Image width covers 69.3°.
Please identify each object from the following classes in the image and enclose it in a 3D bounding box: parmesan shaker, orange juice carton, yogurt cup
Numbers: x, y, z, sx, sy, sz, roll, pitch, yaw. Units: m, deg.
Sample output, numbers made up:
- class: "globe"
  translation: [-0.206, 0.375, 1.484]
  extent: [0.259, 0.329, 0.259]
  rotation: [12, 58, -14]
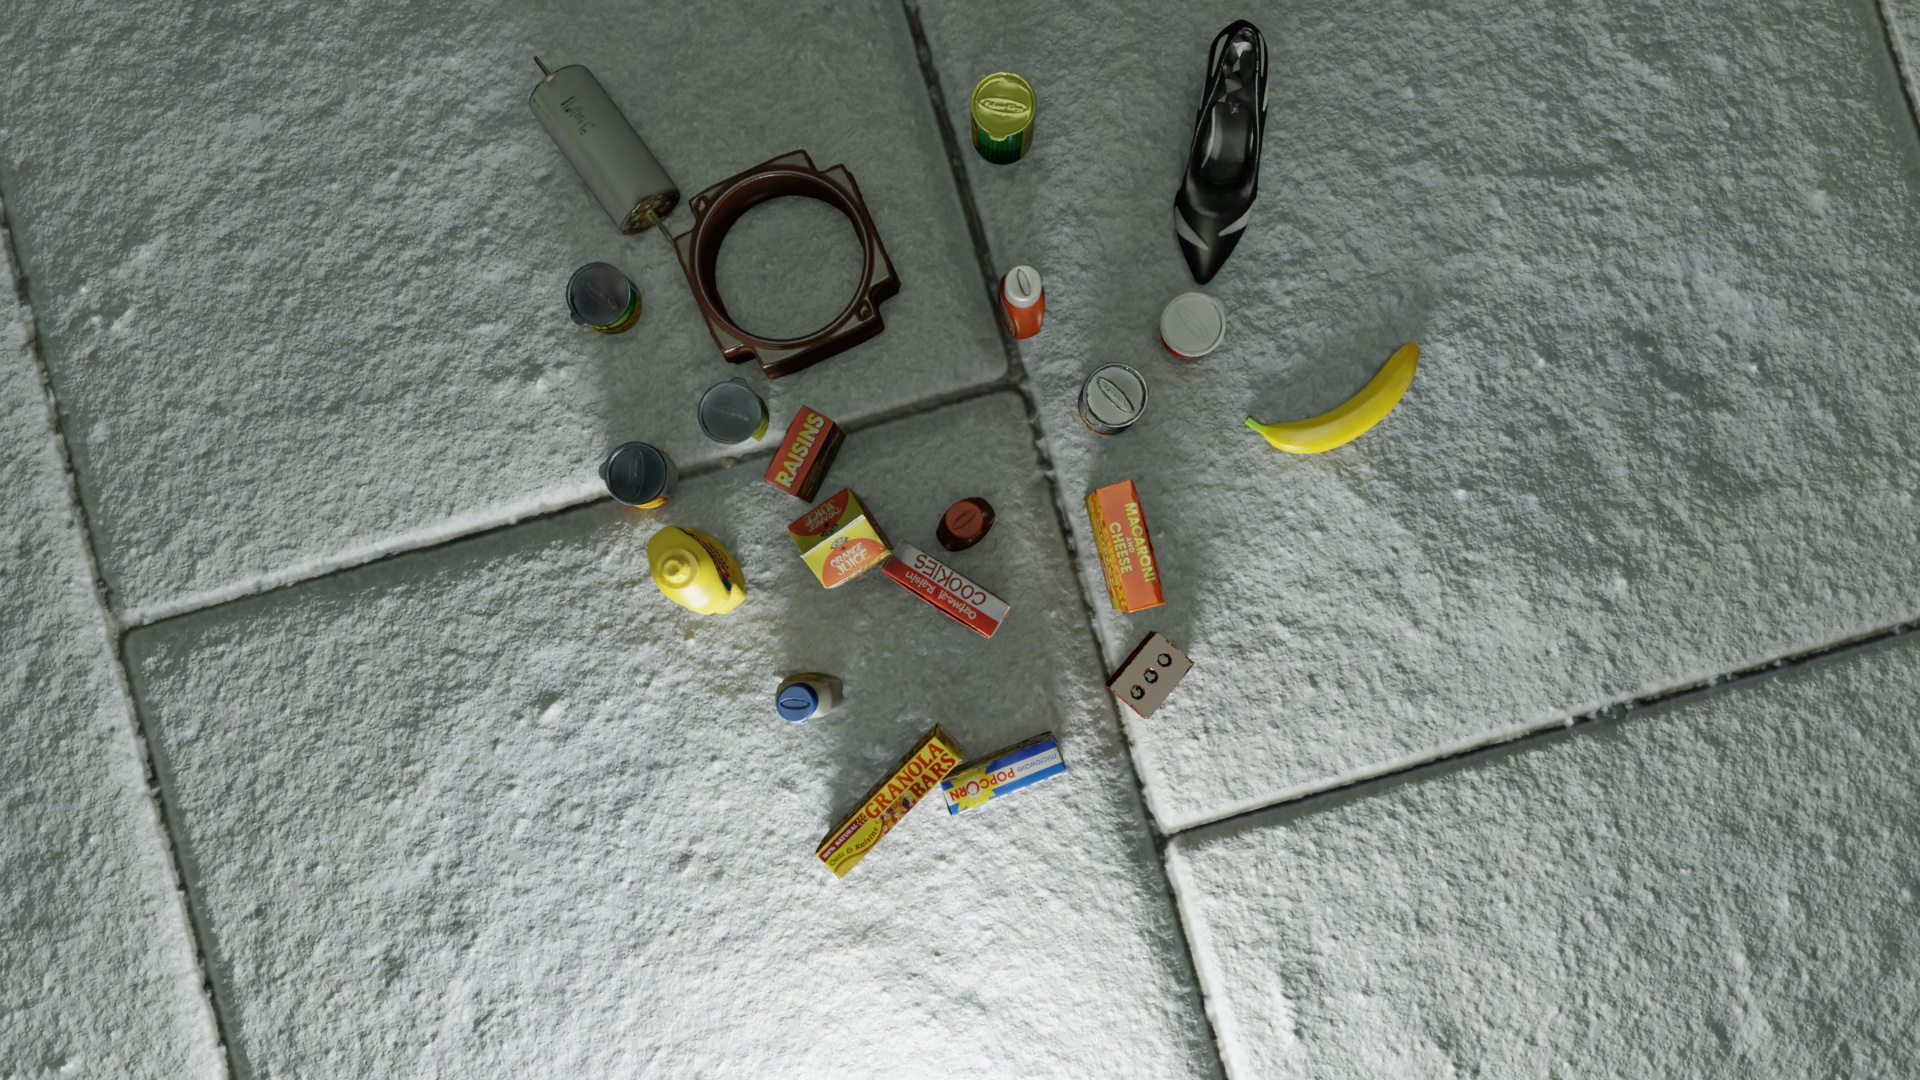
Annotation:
- class: "parmesan shaker"
  translation: [0.043, -0.432, 1.436]
  extent: [0.071, 0.103, 0.071]
  rotation: [0, 88, 1]
- class: "orange juice carton"
  translation: [-0.117, -0.002, 1.374]
  extent: [0.072, 0.192, 0.073]
  rotation: [-33, 88, 0]
- class: "yogurt cup"
  translation: [0.239, -0.222, 1.450]
  extent: [0.072, 0.054, 0.072]
  rotation: [0, 88, 1]

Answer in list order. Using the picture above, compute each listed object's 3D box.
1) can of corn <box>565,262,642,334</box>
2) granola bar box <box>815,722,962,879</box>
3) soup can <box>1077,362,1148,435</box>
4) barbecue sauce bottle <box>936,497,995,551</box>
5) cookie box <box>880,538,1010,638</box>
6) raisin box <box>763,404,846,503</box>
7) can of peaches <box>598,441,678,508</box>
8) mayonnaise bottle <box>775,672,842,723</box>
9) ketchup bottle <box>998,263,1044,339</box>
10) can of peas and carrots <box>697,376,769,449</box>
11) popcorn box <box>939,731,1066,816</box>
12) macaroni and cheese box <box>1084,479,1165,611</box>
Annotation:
- class: "can of corn"
  translation: [-0.374, -0.251, 1.454]
  extent: [0.071, 0.058, 0.071]
  rotation: [0, 88, 1]
- class: "granola bar box"
  translation: [-0.070, 0.258, 1.397]
  extent: [0.165, 0.124, 0.039]
  rotation: [-45, 88, -1]
- class: "soup can"
  translation: [0.154, -0.143, 1.432]
  extent: [0.071, 0.084, 0.071]
  rotation: [0, 88, 1]
- class: "barbecue sauce bottle"
  translation: [0.005, -0.018, 1.396]
  extent: [0.065, 0.148, 0.043]
  rotation: [-39, 88, -1]
- class: "cookie box"
  translation: [-0.013, 0.048, 1.384]
  extent: [0.123, 0.167, 0.040]
  rotation: [31, 89, 2]
- class: "raisin box"
  translation: [-0.157, -0.086, 1.413]
  extent: [0.040, 0.123, 0.086]
  rotation: [28, 89, 1]
- class: "can of peaches"
  translation: [-0.334, -0.068, 1.447]
  extent: [0.071, 0.058, 0.071]
  rotation: [0, 88, 1]
- class: "mayonnaise bottle"
  translation: [-0.155, 0.157, 1.390]
  extent: [0.065, 0.148, 0.041]
  rotation: [1, 88, 1]
- class: "ketchup bottle"
  translation: [0.062, -0.246, 1.405]
  extent: [0.043, 0.149, 0.064]
  rotation: [-18, 88, 0]
- class: "can of peas and carrots"
  translation: [-0.235, -0.132, 1.448]
  extent: [0.071, 0.058, 0.071]
  rotation: [0, 88, 1]
- class: "popcorn box"
  translation: [0.043, 0.236, 1.417]
  extent: [0.127, 0.085, 0.038]
  rotation: [-21, 88, 0]
- class: "macaroni and cheese box"
  translation: [0.162, 0.006, 1.385]
  extent: [0.040, 0.166, 0.123]
  rotation: [-15, 88, 0]
